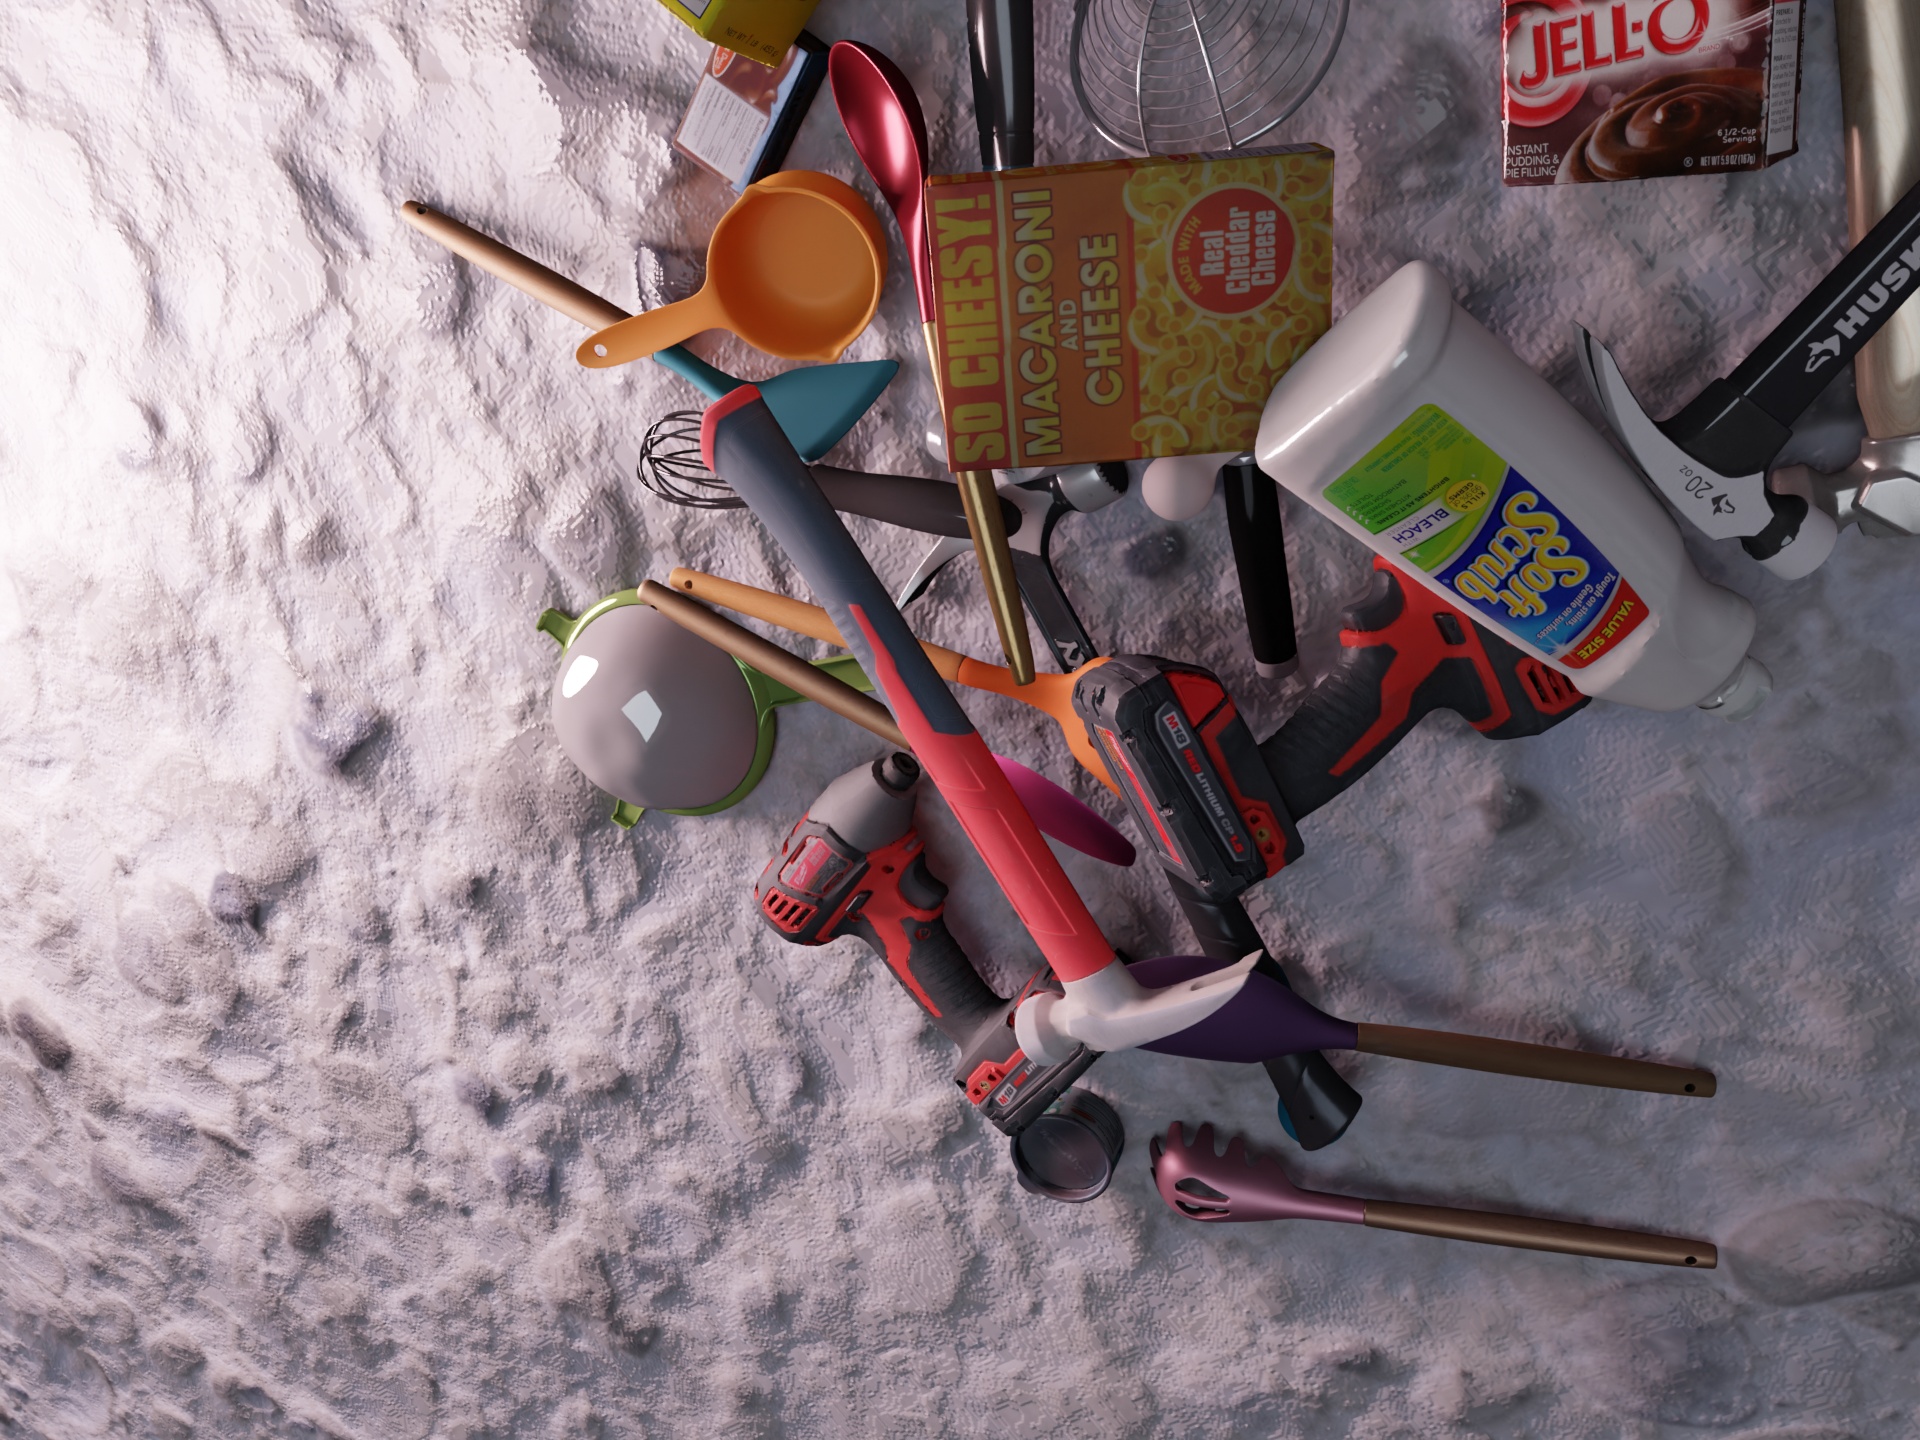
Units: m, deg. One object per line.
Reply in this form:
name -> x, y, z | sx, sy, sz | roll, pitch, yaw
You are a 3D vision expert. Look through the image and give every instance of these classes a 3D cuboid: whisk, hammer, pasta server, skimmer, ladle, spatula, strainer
whisk -> -0.075, -0.127, 0.852 | 0.239, 0.055, 0.055 | 14, 117, 23
hammer -> 0.377, -0.213, 0.581 | 0.146, 0.035, 0.334 | 29, 117, -18
hammer -> 0.108, 0.058, 0.865 | 0.149, 0.036, 0.409 | -24, 99, 31
pasta server -> 0.262, 0.282, 0.917 | 0.316, 0.040, 0.060 | 2, 113, 18
skimmer -> 0.135, -0.195, 0.755 | 0.127, 0.090, 0.363 | 1, 123, 27
hammer -> 0.369, -0.273, 0.616 | 0.146, 0.038, 0.410 | -10, 108, 25
ladle -> -0.006, -0.168, 0.770 | 0.069, 0.031, 0.315 | 14, 121, 68
hammer -> 0.020, -0.270, 0.730 | 0.128, 0.033, 0.330 | 26, 128, 48
spatula -> -0.184, -0.223, 0.869 | 0.317, 0.082, 0.044 | 30, 153, 13
spatula -> 0.235, 0.168, 0.841 | 0.316, 0.018, 0.059 | 8, 105, 6
hammer -> -0.001, -0.003, 0.797 | 0.143, 0.038, 0.386 | -27, 99, 36
strainer -> -0.146, -0.006, 0.936 | 0.256, 0.069, 0.151 | -8, 109, 28
spatula -> -0.024, -0.033, 0.848 | 0.323, 0.041, 0.081 | 18, 109, 20

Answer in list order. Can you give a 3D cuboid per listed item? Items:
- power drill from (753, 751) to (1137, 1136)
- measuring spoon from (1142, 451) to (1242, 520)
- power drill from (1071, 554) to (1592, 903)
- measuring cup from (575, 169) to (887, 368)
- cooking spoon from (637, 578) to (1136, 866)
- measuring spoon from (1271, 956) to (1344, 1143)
power drill -> -0.008, 0.123, 0.934 | 0.220, 0.078, 0.143 | 41, 121, 5
measuring spoon -> 0.135, -0.134, 0.728 | 0.124, 0.018, 0.034 | -40, 112, 22
power drill -> 0.166, -0.042, 0.733 | 0.226, 0.080, 0.188 | -30, 101, -6
measuring cup -> -0.118, -0.223, 0.821 | 0.173, 0.052, 0.095 | -16, 120, 19
cooking spoon -> -0.045, -0.001, 0.869 | 0.319, 0.017, 0.068 | 29, 161, 14
measuring spoon -> 0.188, 0.192, 0.908 | 0.042, 0.021, 0.128 | -12, 109, 27
